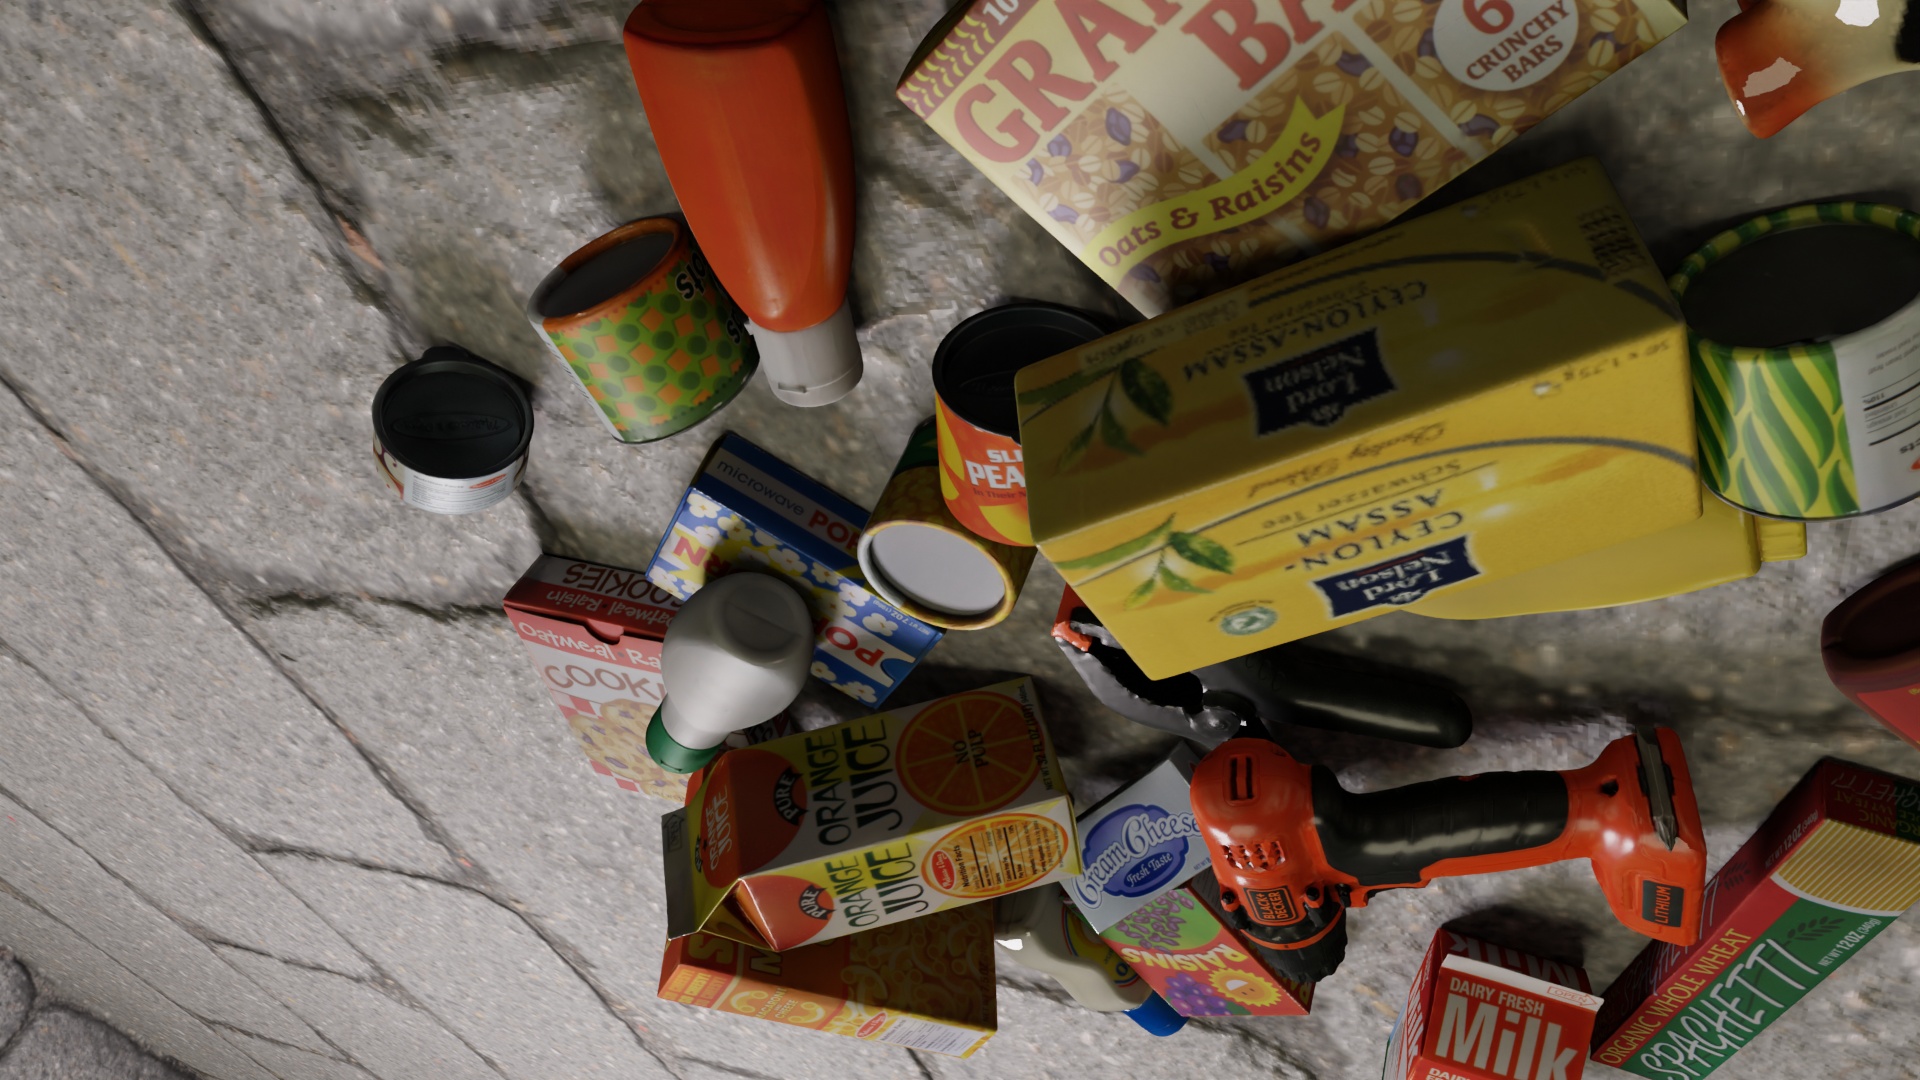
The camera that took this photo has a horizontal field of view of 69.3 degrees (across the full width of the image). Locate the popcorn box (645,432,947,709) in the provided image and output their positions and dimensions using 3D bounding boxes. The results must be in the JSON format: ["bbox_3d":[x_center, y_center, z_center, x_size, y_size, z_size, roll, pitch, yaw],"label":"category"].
[{"bbox_3d":[-0.071,0.016,0.626,0.127,0.038,0.084,31,141,-7],"label":"popcorn box"}]

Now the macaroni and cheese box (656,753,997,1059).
[{"bbox_3d":[-0.065,0.188,0.717,0.166,0.124,0.040,18,132,-19],"label":"macaroni and cheese box"}]

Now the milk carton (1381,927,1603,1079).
[{"bbox_3d":[0.264,0.262,0.706,0.072,0.074,0.189,12,140,15],"label":"milk carton"}]

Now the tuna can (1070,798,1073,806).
[{"bbox_3d":[0.021,0.145,0.732,0.071,0.033,0.070,15,141,13],"label":"tuna can"}]

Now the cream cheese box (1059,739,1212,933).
[{"bbox_3d":[0.088,0.144,0.671,0.053,0.024,0.103,52,127,9],"label":"cream cheese box"}]

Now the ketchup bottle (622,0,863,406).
[{"bbox_3d":[-0.063,-0.111,0.469,0.065,0.044,0.148,11,140,18],"label":"ketchup bottle"}]

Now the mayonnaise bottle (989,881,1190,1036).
[{"bbox_3d":[0.077,0.230,0.782,0.041,0.065,0.148,-21,128,38],"label":"mayonnaise bottle"}]

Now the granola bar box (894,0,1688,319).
[{"bbox_3d":[0.078,-0.136,0.367,0.124,0.039,0.165,38,141,-17],"label":"granola bar box"}]

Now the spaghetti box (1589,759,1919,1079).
[{"bbox_3d":[0.340,0.177,0.602,0.050,0.029,0.248,16,141,12],"label":"spaghetti box"}]

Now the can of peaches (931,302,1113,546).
[{"bbox_3d":[0.024,-0.038,0.485,0.071,0.071,0.057,14,142,13],"label":"can of peaches"}]

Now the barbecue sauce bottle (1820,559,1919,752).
[{"bbox_3d":[0.354,0.062,0.448,0.148,0.044,0.064,34,139,-13],"label":"barbecue sauce bottle"}]

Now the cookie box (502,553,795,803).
[{"bbox_3d":[-0.159,0.085,0.752,0.123,0.040,0.166,10,139,18],"label":"cookie box"}]

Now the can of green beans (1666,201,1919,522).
[{"bbox_3d":[0.227,-0.048,0.369,0.071,0.071,0.057,-7,131,34],"label":"can of green beans"}]

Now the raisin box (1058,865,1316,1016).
[{"bbox_3d":[0.124,0.207,0.745,0.086,0.040,0.123,-19,124,40],"label":"raisin box"}]

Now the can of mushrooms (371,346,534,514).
[{"bbox_3d":[-0.224,-0.048,0.613,0.071,0.071,0.033,27,143,-4],"label":"can of mushrooms"}]

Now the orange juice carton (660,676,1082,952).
[{"bbox_3d":[-0.046,0.134,0.654,0.193,0.072,0.072,-14,136,-2],"label":"orange juice carton"}]

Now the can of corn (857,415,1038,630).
[{"bbox_3d":[0.002,-0.007,0.544,0.071,0.058,0.070,15,141,12],"label":"can of corn"}]

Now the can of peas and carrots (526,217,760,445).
[{"bbox_3d":[-0.115,-0.080,0.518,0.071,0.071,0.058,-3,134,31],"label":"can of peas and carrots"}]

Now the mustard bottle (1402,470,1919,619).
[{"bbox_3d":[0.208,-0.010,0.438,0.160,0.049,0.065,-5,136,31],"label":"mustard bottle"}]

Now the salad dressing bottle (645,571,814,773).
[{"bbox_3d":[-0.112,0.066,0.639,0.064,0.044,0.147,26,143,-11],"label":"salad dressing bottle"}]
